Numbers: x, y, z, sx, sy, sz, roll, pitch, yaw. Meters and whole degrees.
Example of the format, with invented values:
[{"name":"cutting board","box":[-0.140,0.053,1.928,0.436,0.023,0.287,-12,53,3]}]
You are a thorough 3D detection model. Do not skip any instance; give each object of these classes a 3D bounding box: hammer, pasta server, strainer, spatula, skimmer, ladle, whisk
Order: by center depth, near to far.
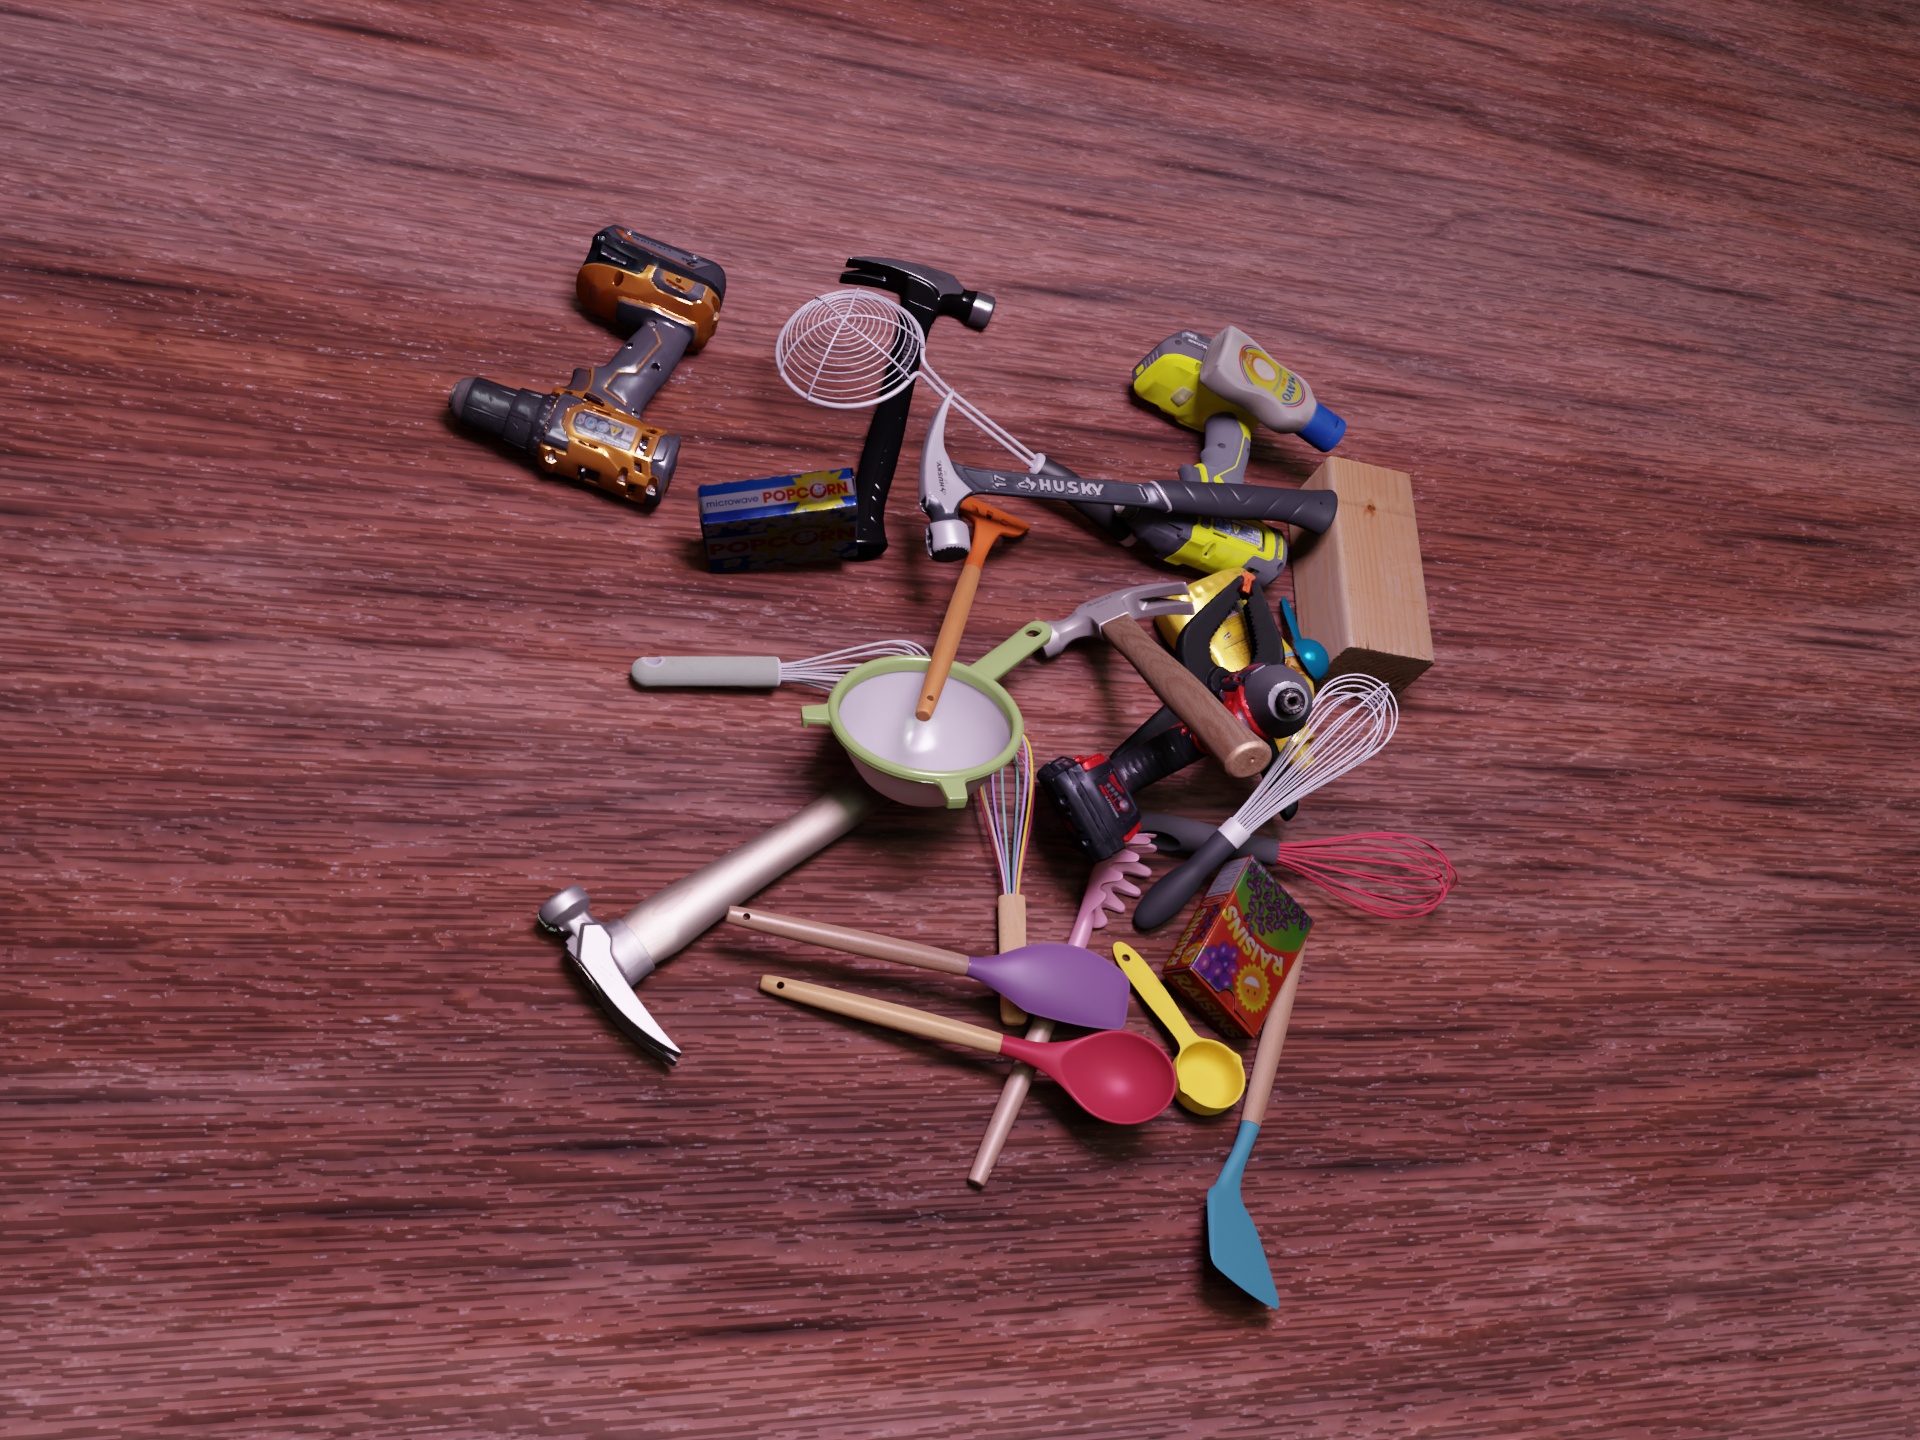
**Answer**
[{"name":"ladle","box":[0.004,0.234,1.178,0.315,0.031,0.069,15,66,-1]},{"name":"spatula","box":[-0.020,0.175,1.184,0.315,0.018,0.060,14,69,-14]},{"name":"hammer","box":[-0.112,0.092,1.224,0.410,0.038,0.146,-34,79,-31]},{"name":"pasta server","box":[0.081,0.217,1.235,0.040,0.060,0.316,17,59,18]},{"name":"hammer","box":[0.163,-0.036,1.250,0.130,0.332,0.031,-25,117,-4]},{"name":"spatula","box":[0.244,0.296,1.253,0.082,0.044,0.318,41,53,-25]},{"name":"strainer","box":[-0.002,-0.004,1.264,0.151,0.069,0.256,28,39,21]},{"name":"whisk","box":[0.038,0.121,1.270,0.047,0.051,0.245,-3,68,5]},{"name":"whisk","box":[-0.140,-0.038,1.280,0.246,0.059,0.058,0,28,-17]},{"name":"whisk","box":[0.247,0.070,1.298,0.284,0.070,0.070,-44,84,1]},{"name":"spatula","box":[0.002,-0.102,1.311,0.081,0.041,0.323,24,43,-6]},{"name":"whisk","box":[0.284,0.116,1.351,0.295,0.073,0.073,11,61,-9]},{"name":"hammer","box":[0.154,-0.200,1.382,0.408,0.036,0.149,1,70,-23]},{"name":"skimmer","box":[0.005,-0.254,1.416,0.363,0.090,0.127,33,60,-25]},{"name":"hammer","box":[-0.066,-0.284,1.435,0.146,0.035,0.335,19,60,-12]}]

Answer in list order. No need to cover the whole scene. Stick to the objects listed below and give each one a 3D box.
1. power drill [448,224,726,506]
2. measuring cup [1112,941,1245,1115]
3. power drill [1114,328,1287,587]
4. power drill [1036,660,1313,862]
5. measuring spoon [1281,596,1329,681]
[{"name":"power drill","box":[-0.306,-0.302,1.331,0.185,0.084,0.226,18,64,-10]},{"name":"measuring cup","box":[0.165,0.245,1.266,0.062,0.029,0.157,-21,62,-29]},{"name":"power drill","box":[0.222,-0.246,1.489,0.171,0.080,0.223,17,61,-24]},{"name":"power drill","box":[0.177,0.023,1.266,0.219,0.143,0.078,-29,93,-3]},{"name":"measuring spoon","box":[0.314,-0.082,1.450,0.042,0.021,0.129,48,21,-28]}]
